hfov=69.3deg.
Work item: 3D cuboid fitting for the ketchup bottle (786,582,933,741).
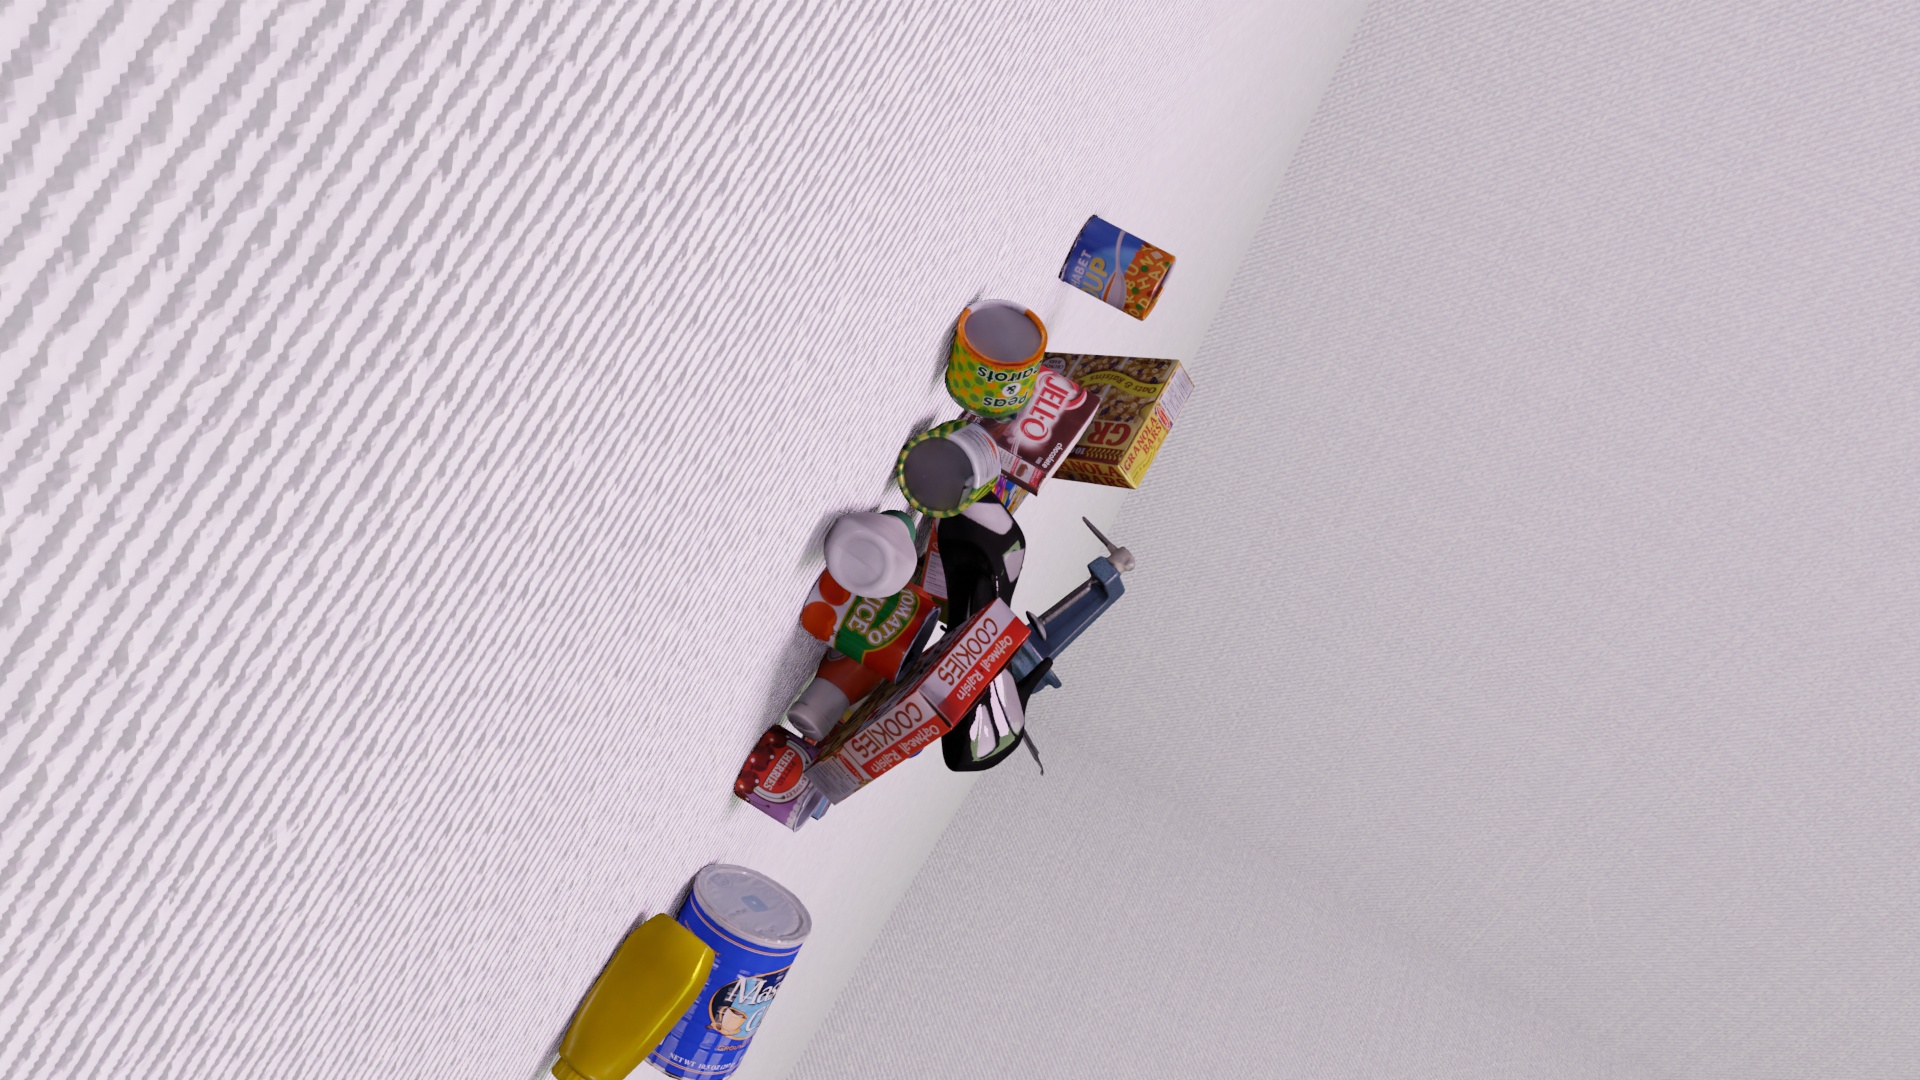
[{"bbox_3d":[-0.083,0.098,1.135,0.149,0.064,0.043,-52,124,-30],"label":"ketchup bottle"}]

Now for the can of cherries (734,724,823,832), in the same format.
[{"bbox_3d":[-0.138,0.187,1.099,0.071,0.058,0.071,-58,171,-15],"label":"can of cherries"}]

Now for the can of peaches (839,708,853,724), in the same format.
[{"bbox_3d":[-0.083,0.163,1.334,0.071,0.058,0.071,-59,170,-16],"label":"can of peaches"}]

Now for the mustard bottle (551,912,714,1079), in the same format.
[{"bbox_3d":[-0.245,0.346,0.990,0.161,0.065,0.048,-52,163,-20],"label":"mustard bottle"}]

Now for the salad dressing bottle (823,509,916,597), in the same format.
[{"bbox_3d":[-0.058,0.004,0.984,0.044,0.064,0.148,-55,180,10],"label":"salad dressing bottle"}]

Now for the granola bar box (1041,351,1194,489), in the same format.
[{"bbox_3d":[0.113,-0.114,1.272,0.124,0.165,0.039,-58,134,-22],"label":"granola bar box"}]

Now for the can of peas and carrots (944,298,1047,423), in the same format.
[{"bbox_3d":[0.026,-0.129,0.999,0.071,0.071,0.058,-55,168,-35],"label":"can of peas and carrots"}]

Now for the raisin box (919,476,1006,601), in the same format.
[{"bbox_3d":[0.004,-0.016,1.254,0.086,0.040,0.123,-38,143,-64],"label":"raisin box"}]

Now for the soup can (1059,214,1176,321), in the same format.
[{"bbox_3d":[0.142,-0.243,1.251,0.071,0.084,0.071,-58,171,-15],"label":"soup can"}]

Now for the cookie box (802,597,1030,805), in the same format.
[{"bbox_3d":[-0.033,0.122,1.047,0.166,0.040,0.123,-39,-175,44],"label":"cookie box"}]

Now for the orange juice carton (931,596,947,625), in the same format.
[{"bbox_3d":[0.010,0.044,1.441,0.071,0.073,0.193,-62,172,7],"label":"orange juice carton"}]

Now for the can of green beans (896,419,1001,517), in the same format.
[{"bbox_3d":[-0.009,-0.054,1.049,0.071,0.071,0.058,-64,170,20],"label":"can of green beans"}]

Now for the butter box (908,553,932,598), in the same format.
[{"bbox_3d":[-0.048,0.063,1.325,0.103,0.024,0.053,-65,170,16],"label":"butter box"}]

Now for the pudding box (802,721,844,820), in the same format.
[{"bbox_3d":[-0.125,0.202,1.243,0.083,0.050,0.030,-61,173,1],"label":"pudding box"}]

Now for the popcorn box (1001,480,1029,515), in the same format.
[{"bbox_3d":[0.053,-0.067,1.452,0.127,0.038,0.084,-53,167,-40],"label":"popcorn box"}]

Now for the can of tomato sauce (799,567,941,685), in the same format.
[{"bbox_3d":[-0.066,0.056,1.014,0.071,0.083,0.071,-59,171,-15],"label":"can of tomato sauce"}]

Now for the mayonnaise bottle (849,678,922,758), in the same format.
[{"bbox_3d":[-0.068,0.149,1.230,0.041,0.065,0.147,-59,151,-20],"label":"mayonnaise bottle"}]
